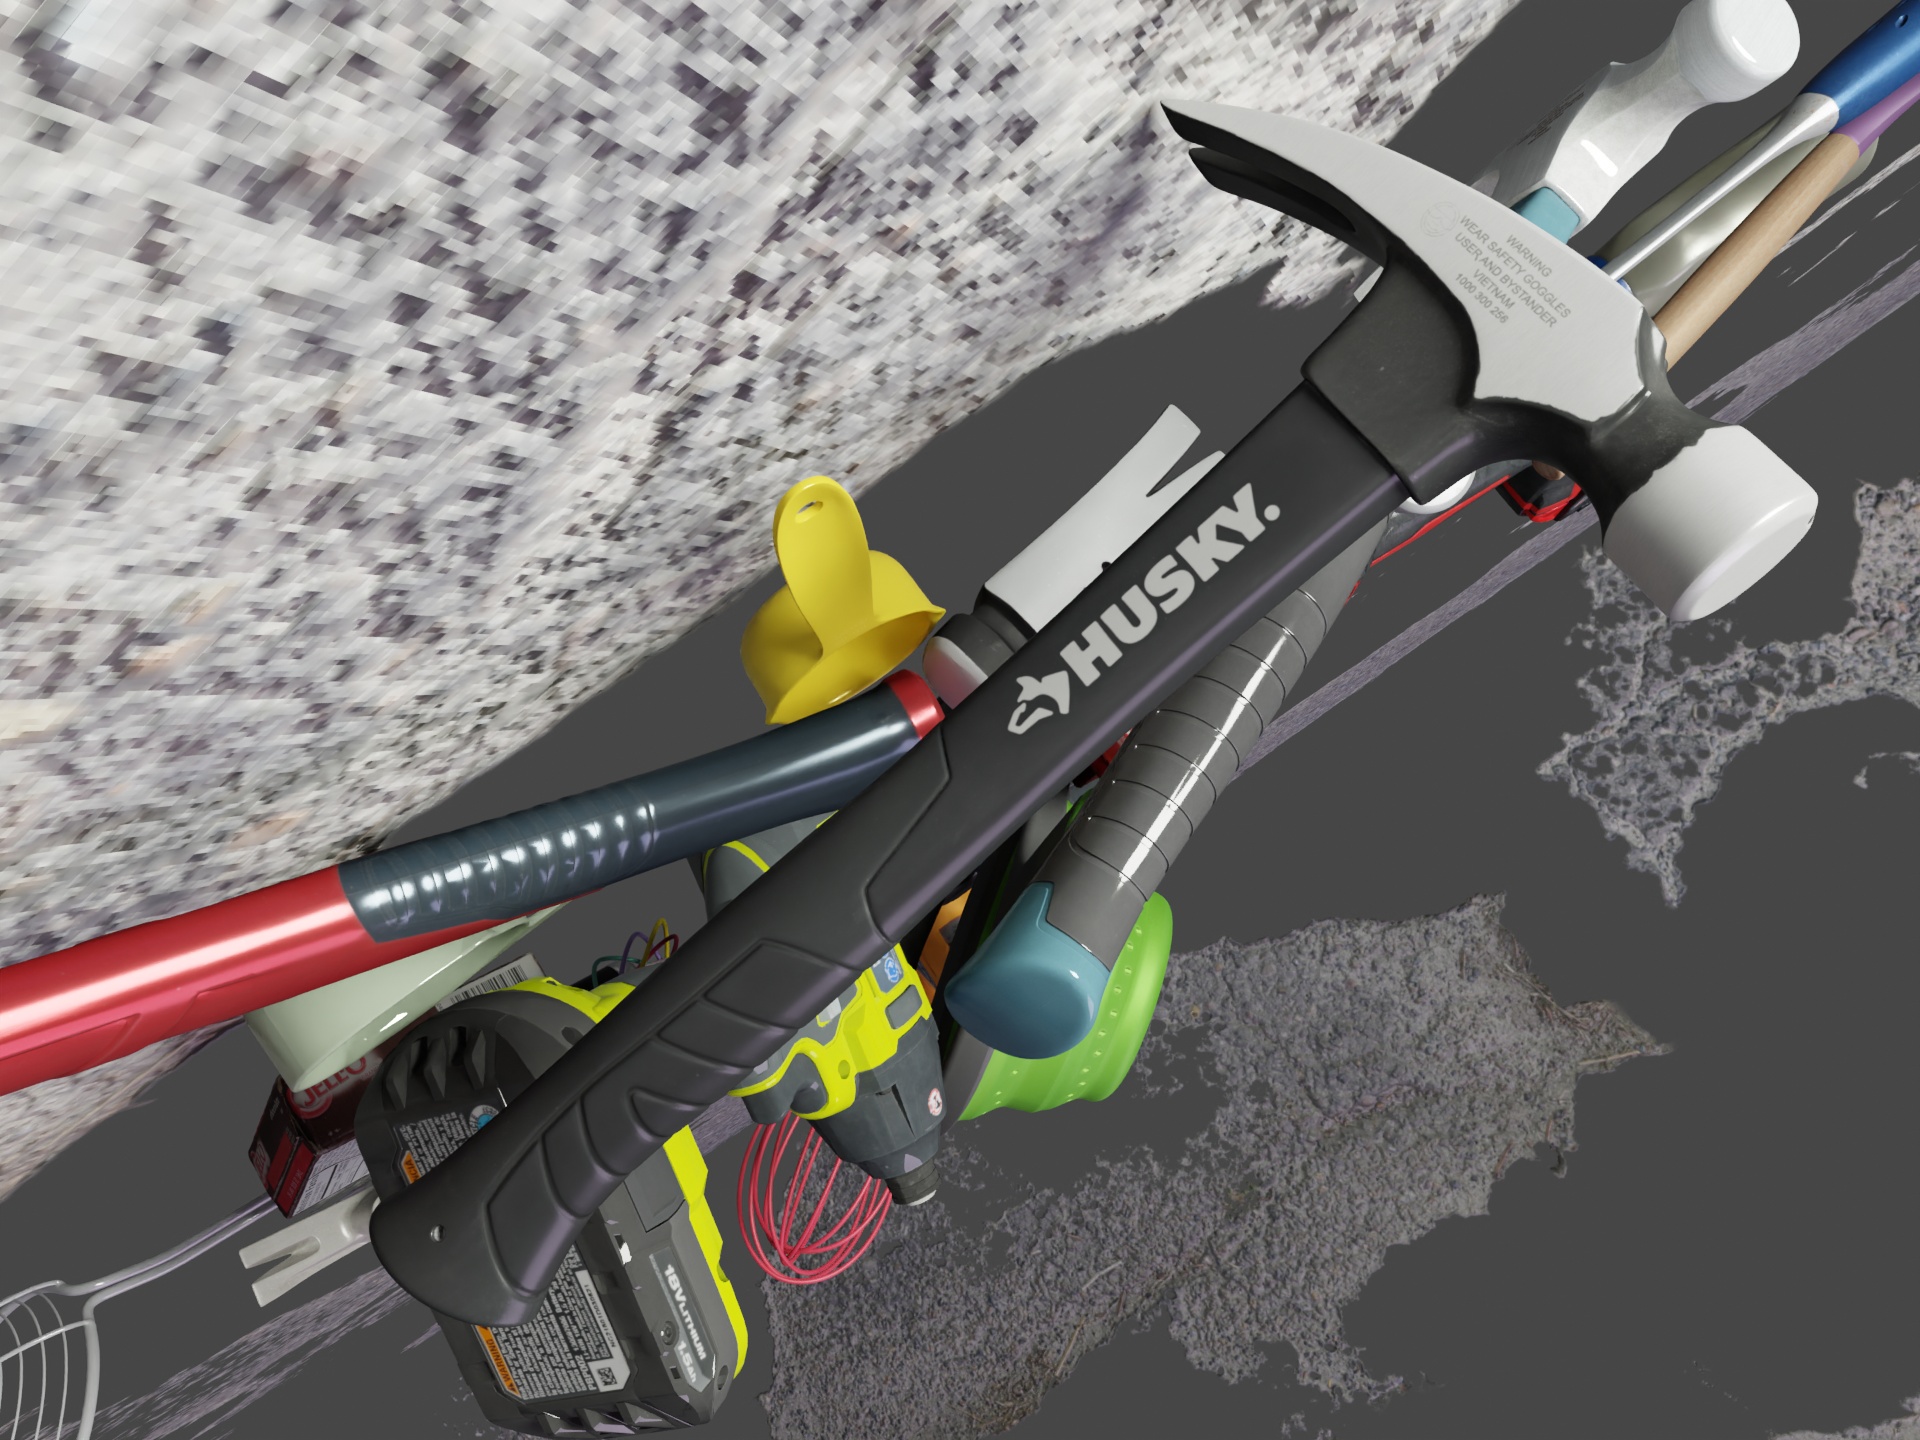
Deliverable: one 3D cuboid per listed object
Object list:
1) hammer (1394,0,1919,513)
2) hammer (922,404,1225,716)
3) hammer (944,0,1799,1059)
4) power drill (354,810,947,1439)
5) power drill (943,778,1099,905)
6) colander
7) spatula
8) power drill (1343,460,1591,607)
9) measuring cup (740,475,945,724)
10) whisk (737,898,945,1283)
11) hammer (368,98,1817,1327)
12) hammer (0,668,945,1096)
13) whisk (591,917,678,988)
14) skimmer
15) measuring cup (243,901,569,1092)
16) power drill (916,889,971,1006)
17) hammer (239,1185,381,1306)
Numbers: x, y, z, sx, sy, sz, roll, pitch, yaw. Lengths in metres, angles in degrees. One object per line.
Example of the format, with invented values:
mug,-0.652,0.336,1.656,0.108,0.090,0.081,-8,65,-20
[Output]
hammer,0.289,-0.207,0.563,0.405,0.035,0.144,-38,-172,2
hammer,-0.001,-0.002,0.629,0.127,0.034,0.336,-45,178,-24
hammer,0.100,-0.055,0.414,0.331,0.033,0.128,-54,-170,-20
power drill,-0.079,0.128,0.538,0.080,0.171,0.223,-20,-174,27
power drill,0.064,0.054,1.008,0.188,0.080,0.226,-37,166,13
colander,0.059,0.104,0.735,0.397,0.094,0.205,116,-6,-71
spatula,0.314,-0.198,0.597,0.316,0.018,0.060,-46,-160,-13
power drill,0.225,-0.105,0.789,0.219,0.078,0.143,-30,169,-8
measuring cup,-0.038,-0.039,0.415,0.062,0.029,0.156,-33,167,-7
whisk,-0.040,0.142,0.799,0.073,0.073,0.296,-46,-162,47
hammer,-0.010,0.017,0.341,0.334,0.146,0.035,-42,156,13
hammer,-0.155,0.055,0.358,0.386,0.038,0.143,-18,162,-41
whisk,-0.139,0.126,0.652,0.047,0.051,0.245,-59,-175,3
skimmer,-0.279,0.225,0.680,0.127,0.090,0.363,12,-148,44
measuring cup,-0.143,0.049,0.480,0.083,0.038,0.167,-39,180,34
power drill,0.006,0.180,1.099,0.084,0.185,0.226,-34,173,-11
hammer,-0.200,0.206,0.793,0.410,0.038,0.146,-29,174,34
